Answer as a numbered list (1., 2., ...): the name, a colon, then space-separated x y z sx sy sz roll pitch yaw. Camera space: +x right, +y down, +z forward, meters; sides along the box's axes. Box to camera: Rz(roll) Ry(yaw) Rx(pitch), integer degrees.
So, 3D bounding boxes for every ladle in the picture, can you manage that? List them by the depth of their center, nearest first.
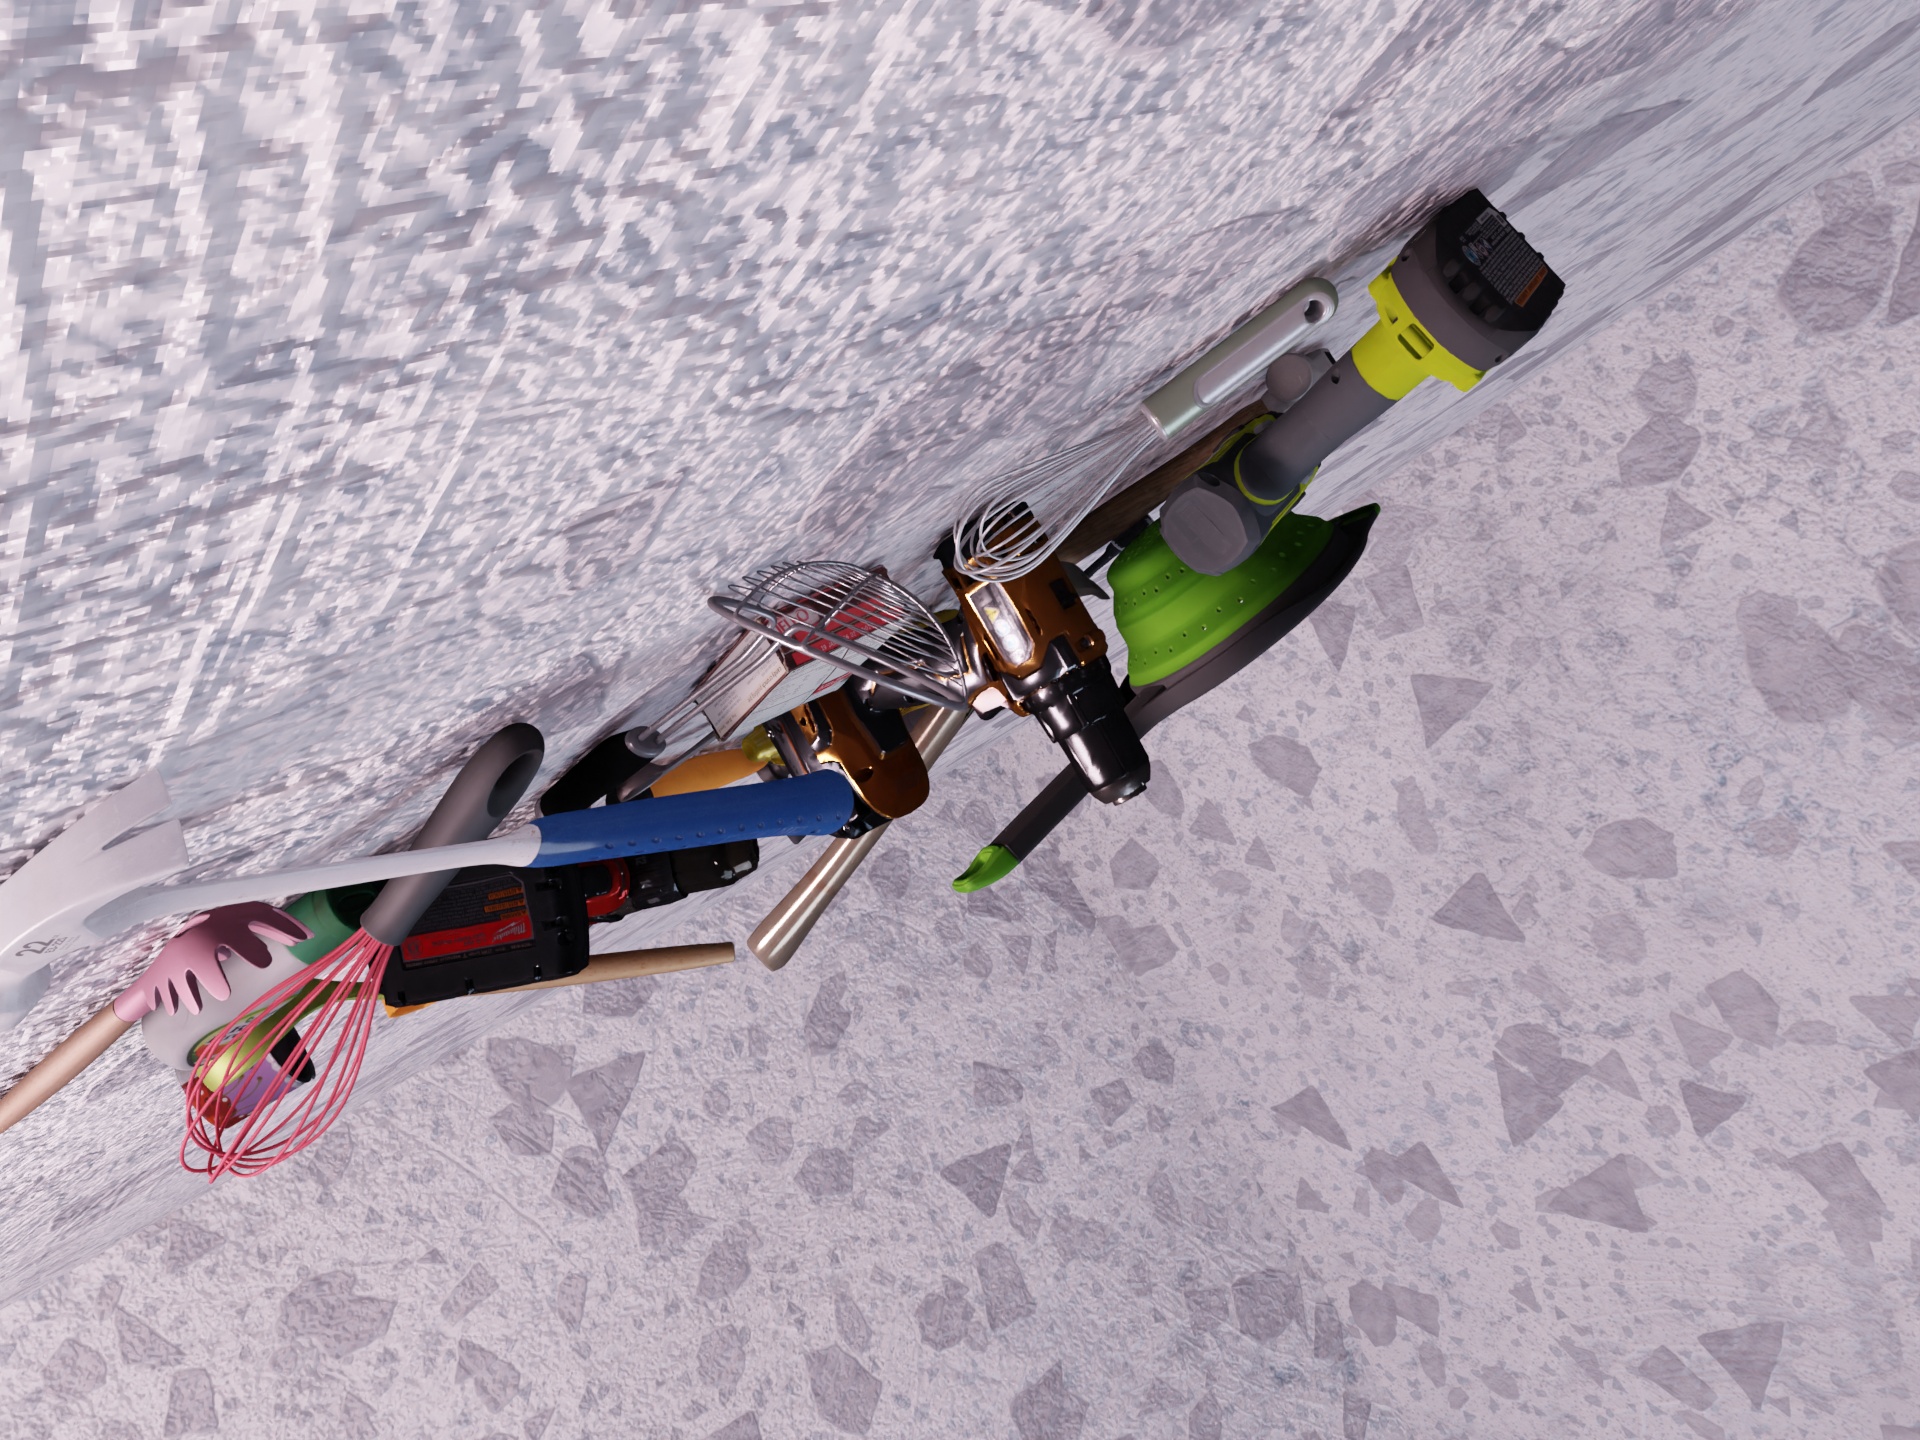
1. ladle: -0.297 0.172 0.971 0.320 0.062 0.078 -5 -168 -16

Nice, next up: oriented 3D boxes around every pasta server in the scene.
1. pasta server: -0.423 0.159 0.797 0.316 0.040 0.060 -33 -173 34

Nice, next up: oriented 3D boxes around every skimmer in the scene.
1. skimmer: -0.135 0.014 0.816 0.127 0.090 0.363 19 146 -34

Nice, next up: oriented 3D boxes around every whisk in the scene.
1. whisk: -0.289 0.114 0.768 0.296 0.073 0.073 -51 172 13
2. whisk: 0.096 -0.154 0.844 0.246 0.057 0.059 -36 -150 7

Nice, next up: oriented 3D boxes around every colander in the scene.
1. colander: 0.113 -0.047 1.062 0.397 0.094 0.204 -44 -171 -21

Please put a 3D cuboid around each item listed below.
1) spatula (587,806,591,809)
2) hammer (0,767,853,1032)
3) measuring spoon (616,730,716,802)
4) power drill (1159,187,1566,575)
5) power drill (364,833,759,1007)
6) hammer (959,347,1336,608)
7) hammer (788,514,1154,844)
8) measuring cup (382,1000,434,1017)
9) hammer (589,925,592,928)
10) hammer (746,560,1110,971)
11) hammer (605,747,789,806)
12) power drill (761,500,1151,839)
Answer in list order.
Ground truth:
1. spatula: -0.269 0.080 1.104 0.060 0.018 0.316 -58 -175 -21
2. hammer: -0.192 0.053 0.680 0.144 0.035 0.405 -36 162 35
3. measuring spoon: -0.181 0.014 1.057 0.124 0.018 0.034 -37 178 -30
4. power drill: 0.222 -0.188 0.902 0.223 0.080 0.171 -42 -178 41
5. power drill: -0.227 0.099 0.934 0.188 0.080 0.226 -11 180 5
6. hammer: 0.129 -0.158 1.133 0.331 0.031 0.130 -33 175 30
7. hammer: 0.002 -0.033 1.322 0.409 0.036 0.149 -40 177 10
8. measuring cup: -0.354 0.160 1.177 0.173 0.052 0.095 -24 172 -46
9. hammer: -0.286 0.127 1.281 0.146 0.035 0.334 -44 -179 -25
10. hammer: -0.041 0.044 1.181 0.146 0.038 0.410 -18 150 -55
11. hammer: -0.165 0.031 1.212 0.127 0.034 0.337 -32 176 18
12. power drill: -0.002 -0.003 0.972 0.226 0.185 0.084 -31 179 36
